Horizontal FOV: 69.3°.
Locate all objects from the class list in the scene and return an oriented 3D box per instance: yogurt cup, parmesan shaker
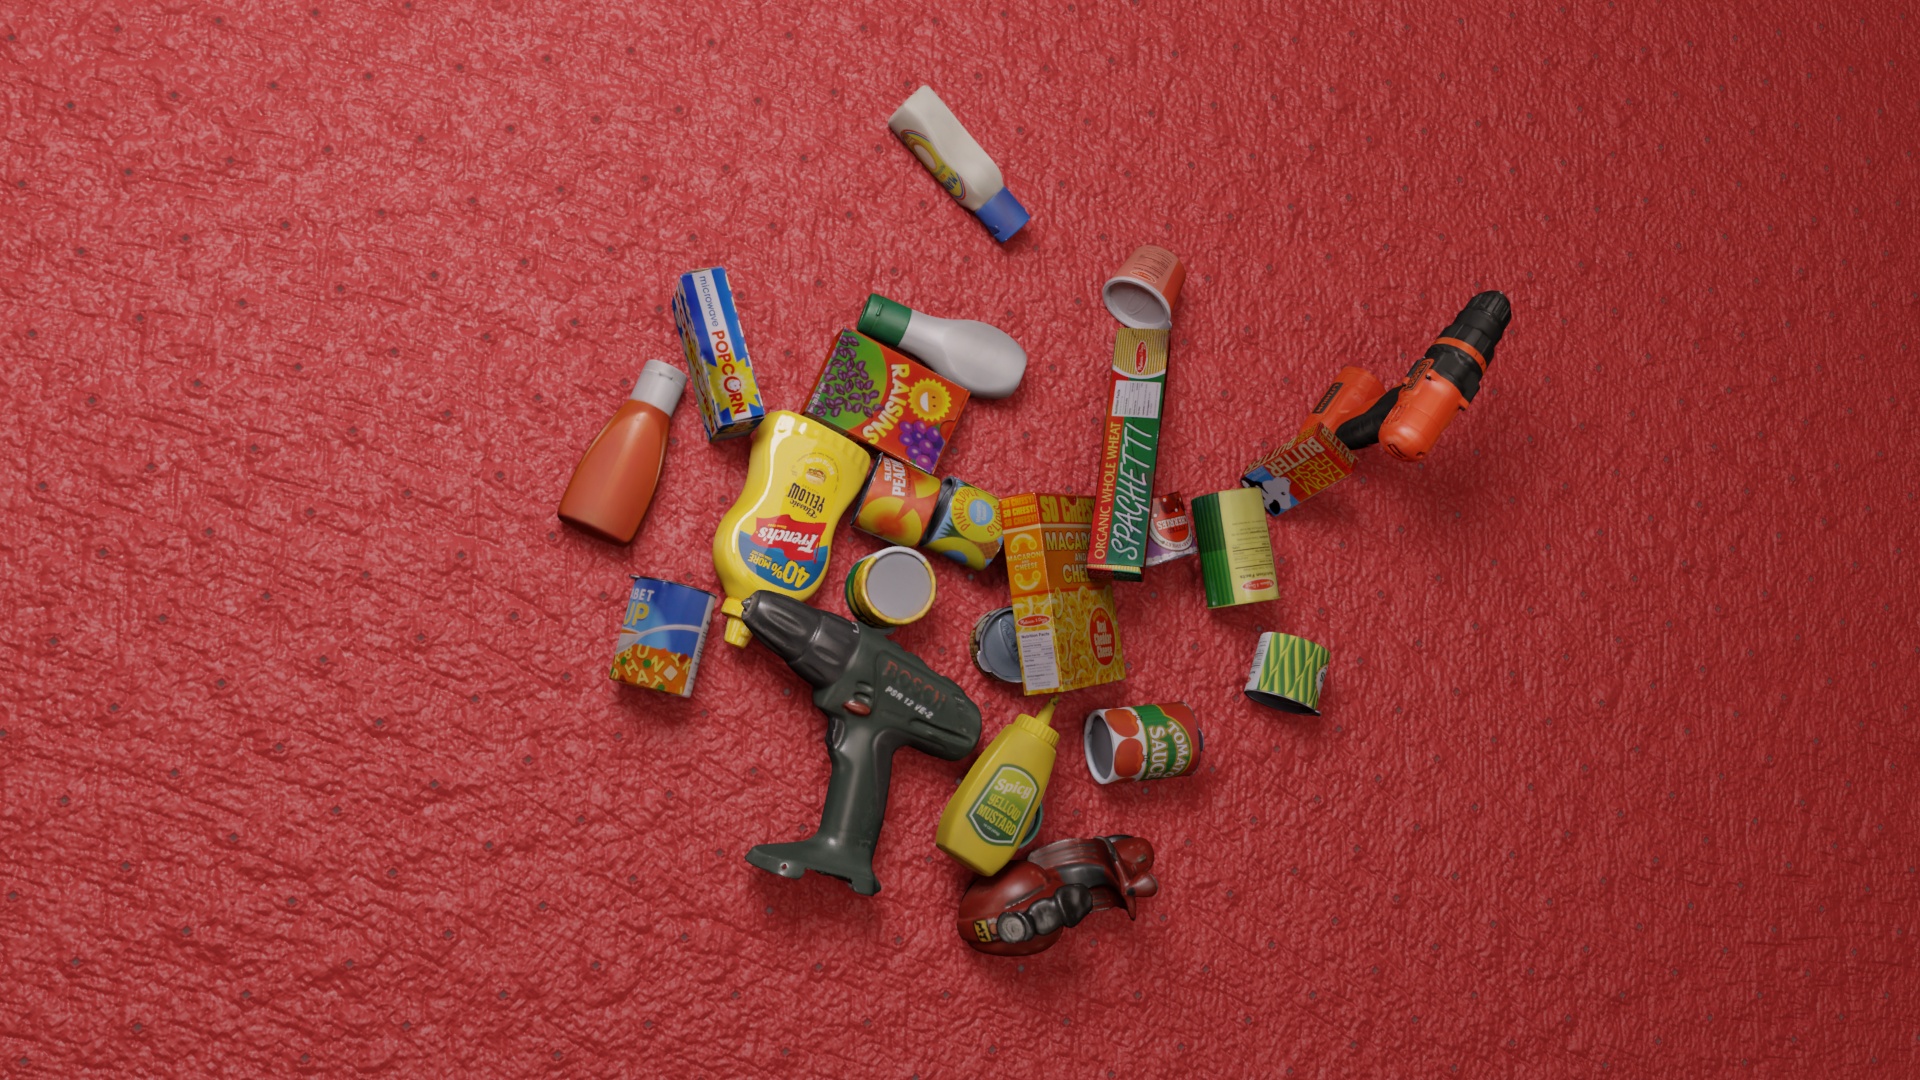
[{"bbox_3d":[0.171,-0.233,1.274,0.072,0.072,0.054,37,65,-11],"label":"yogurt cup"},{"bbox_3d":[0.253,0.007,1.268,0.071,0.071,0.103,-6,84,-19],"label":"parmesan shaker"}]

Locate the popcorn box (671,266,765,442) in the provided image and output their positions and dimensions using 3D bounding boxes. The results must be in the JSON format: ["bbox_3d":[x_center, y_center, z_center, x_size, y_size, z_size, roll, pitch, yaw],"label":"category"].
[{"bbox_3d":[-0.198,-0.149,1.126,0.038,0.085,0.126,-15,89,-18],"label":"popcorn box"}]

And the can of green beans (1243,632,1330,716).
[{"bbox_3d":[0.299,0.122,1.268,0.071,0.071,0.058,23,76,-15],"label":"can of green beans"}]

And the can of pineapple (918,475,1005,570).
[{"bbox_3d":[0.004,-0.015,1.185,0.058,0.071,0.071,24,76,-15],"label":"can of pineapple"}]

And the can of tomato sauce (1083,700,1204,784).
[{"bbox_3d":[0.159,0.177,1.211,0.083,0.071,0.071,-3,84,-18],"label":"can of tomato sauce"}]

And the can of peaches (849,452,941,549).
[{"bbox_3d":[-0.053,-0.033,1.164,0.058,0.071,0.071,23,76,-8],"label":"can of peaches"}]

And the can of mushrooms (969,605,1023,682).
[{"bbox_3d":[0.041,0.091,1.202,0.071,0.033,0.071,2,83,-19],"label":"can of mushrooms"}]

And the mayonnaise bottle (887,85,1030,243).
[{"bbox_3d":[0.001,-0.331,1.231,0.041,0.064,0.148,-46,102,-15],"label":"mayonnaise bottle"}]

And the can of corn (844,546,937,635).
[{"bbox_3d":[-0.058,0.042,1.162,0.071,0.058,0.071,2,82,-18],"label":"can of corn"}]

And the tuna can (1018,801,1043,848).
[{"bbox_3d":[0.038,0.231,1.183,0.071,0.032,0.071,2,82,-18],"label":"tuna can"}]

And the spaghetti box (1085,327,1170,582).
[{"bbox_3d":[0.149,-0.078,1.219,0.050,0.028,0.251,4,62,12],"label":"spaghetti box"}]

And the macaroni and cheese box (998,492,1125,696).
[{"bbox_3d":[0.089,0.043,1.187,0.124,0.040,0.166,0,81,-59],"label":"macaroni and cheese box"}]

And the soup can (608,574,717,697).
[{"bbox_3d":[-0.237,0.075,1.093,0.071,0.071,0.084,16,79,-16],"label":"soup can"}]

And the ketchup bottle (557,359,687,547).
[{"bbox_3d":[-0.265,-0.073,1.115,0.065,0.043,0.149,25,75,-15],"label":"ketchup bottle"}]

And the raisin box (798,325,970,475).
[{"bbox_3d":[-0.065,-0.117,1.191,0.123,0.040,0.086,27,74,-14],"label":"raisin box"}]

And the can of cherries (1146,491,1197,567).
[{"bbox_3d":[0.174,-0.009,1.240,0.072,0.071,0.058,-14,88,-20],"label":"can of cherries"}]

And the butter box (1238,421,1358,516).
[{"bbox_3d":[0.311,-0.065,1.278,0.053,0.103,0.024,43,52,-9],"label":"butter box"}]

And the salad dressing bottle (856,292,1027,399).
[{"bbox_3d":[-0.016,-0.172,1.213,0.148,0.044,0.064,22,76,-14],"label":"salad dressing bottle"}]

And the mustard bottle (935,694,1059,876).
[{"bbox_3d":[0.041,0.194,1.144,0.065,0.048,0.160,34,74,-13],"label":"mustard bottle"}]
